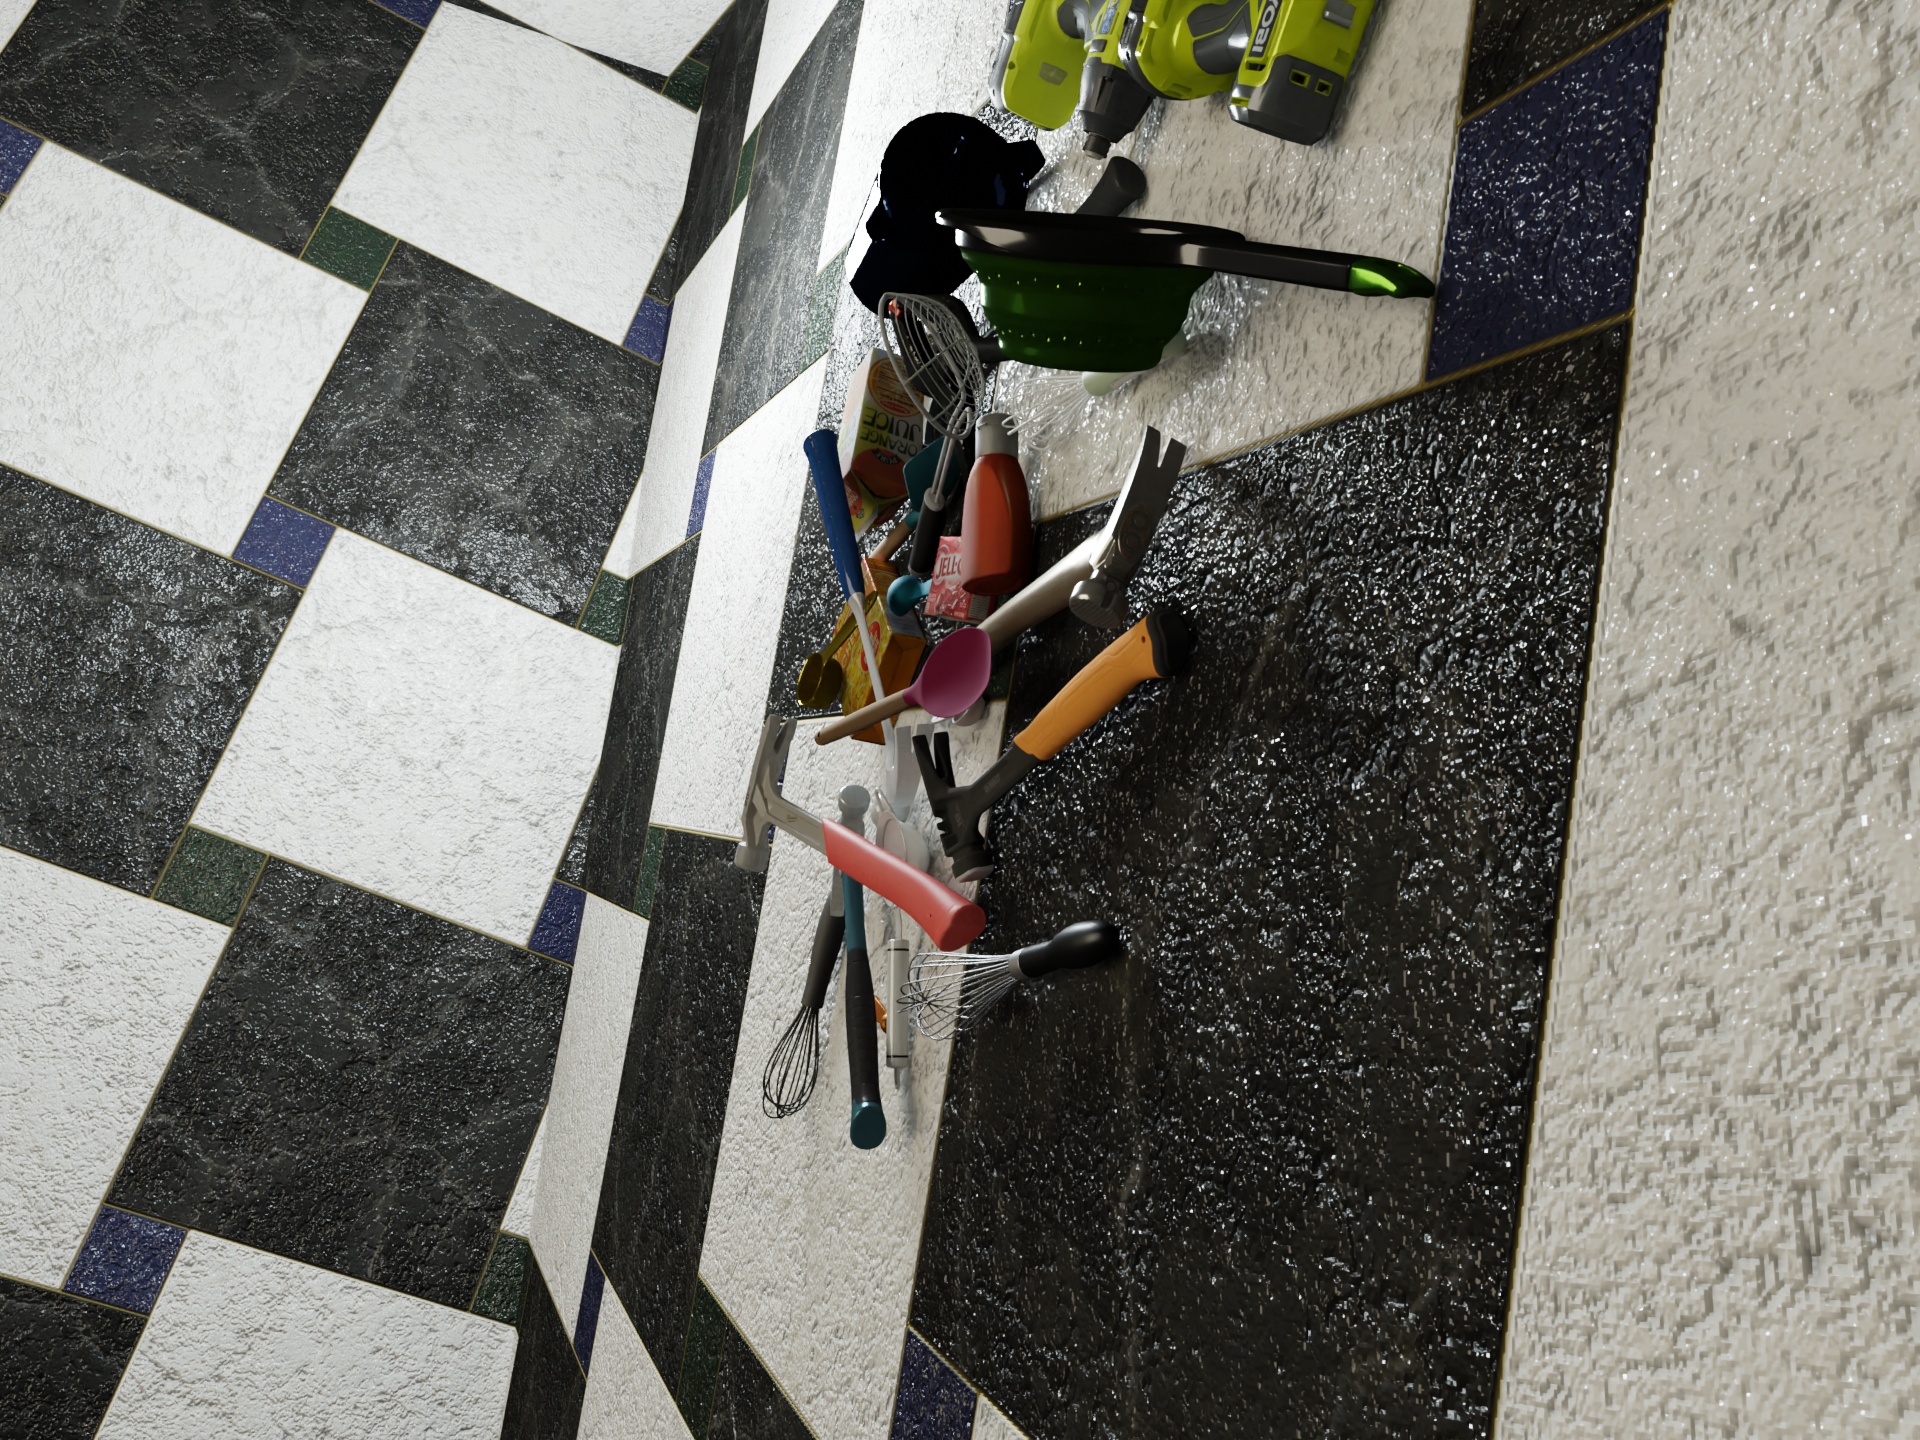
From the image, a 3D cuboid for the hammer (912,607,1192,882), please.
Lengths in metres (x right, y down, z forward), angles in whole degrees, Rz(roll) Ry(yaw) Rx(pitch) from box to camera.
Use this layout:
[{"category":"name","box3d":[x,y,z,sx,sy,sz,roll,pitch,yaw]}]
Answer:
[{"category":"hammer","box3d":[0.061,0.004,1.155,0.336,0.034,0.127,-44,59,53]}]

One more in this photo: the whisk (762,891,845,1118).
[{"category":"whisk","box3d":[-0.150,0.279,1.571,0.055,0.055,0.239,-168,93,-69]}]

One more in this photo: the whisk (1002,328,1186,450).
[{"category":"whisk","box3d":[0.100,-0.257,1.217,0.246,0.058,0.059,-11,104,65]}]

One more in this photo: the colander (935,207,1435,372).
[{"category":"colander","box3d":[0.130,-0.260,1.005,0.397,0.204,0.094,30,123,50]}]

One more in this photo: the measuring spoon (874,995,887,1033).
[{"category":"measuring spoon","box3d":[-0.082,0.262,1.449,0.117,0.011,0.021,-164,85,-69]}]

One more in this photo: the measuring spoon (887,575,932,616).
[{"category":"measuring spoon","box3d":[-0.034,-0.129,1.486,0.128,0.021,0.042,-17,52,55]}]

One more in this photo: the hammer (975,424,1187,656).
[{"category":"hammer","box3d":[0.052,-0.091,1.233,0.146,0.038,0.410,-67,13,-20]}]

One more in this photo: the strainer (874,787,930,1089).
[{"category":"strainer","box3d":[-0.052,0.187,1.376,0.087,0.050,0.258,148,124,-67]}]

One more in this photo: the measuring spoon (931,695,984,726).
[{"category":"measuring spoon","box3d":[-0.002,-0.004,1.384,0.034,0.018,0.124,-56,11,-12]}]

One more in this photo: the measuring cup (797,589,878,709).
[{"category":"measuring cup","box3d":[-0.114,-0.070,1.586,0.156,0.029,0.062,-50,35,32]}]

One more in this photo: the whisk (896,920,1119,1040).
[{"category":"whisk","box3d":[0.031,0.180,1.147,0.284,0.070,0.070,-33,49,56]}]

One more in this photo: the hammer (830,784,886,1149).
[{"category":"hammer","box3d":[-0.091,0.221,1.409,0.128,0.033,0.331,100,168,-45]}]

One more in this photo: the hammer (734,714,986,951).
[{"category":"hammer","box3d":[-0.091,0.106,1.374,0.359,0.036,0.149,22,99,53]}]

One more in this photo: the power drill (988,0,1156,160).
[{"category":"power drill","box3d":[0.105,-0.547,1.298,0.171,0.080,0.223,-70,25,13]}]

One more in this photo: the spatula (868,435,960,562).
[{"category":"spatula","box3d":[-0.062,-0.200,1.591,0.082,0.044,0.317,-39,2,-24]}]

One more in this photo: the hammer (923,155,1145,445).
[{"category":"hammer","box3d":[0.051,-0.372,1.407,0.409,0.036,0.149,151,127,-63]}]

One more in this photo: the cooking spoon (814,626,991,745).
[{"category":"cooking spoon","box3d":[-0.052,-0.015,1.320,0.319,0.017,0.069,-22,63,59]}]

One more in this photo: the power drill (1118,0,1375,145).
[{"category":"power drill","box3d":[0.198,-0.483,1.030,0.229,0.080,0.190,-128,52,-60]}]

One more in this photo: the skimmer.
[{"category":"skimmer","box3d":[-0.043,-0.224,1.375,0.363,0.090,0.127,108,151,-62]}]

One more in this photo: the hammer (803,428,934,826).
[{"category":"hammer","box3d":[-0.093,-0.107,1.486,0.144,0.035,0.406,114,146,-56]}]
